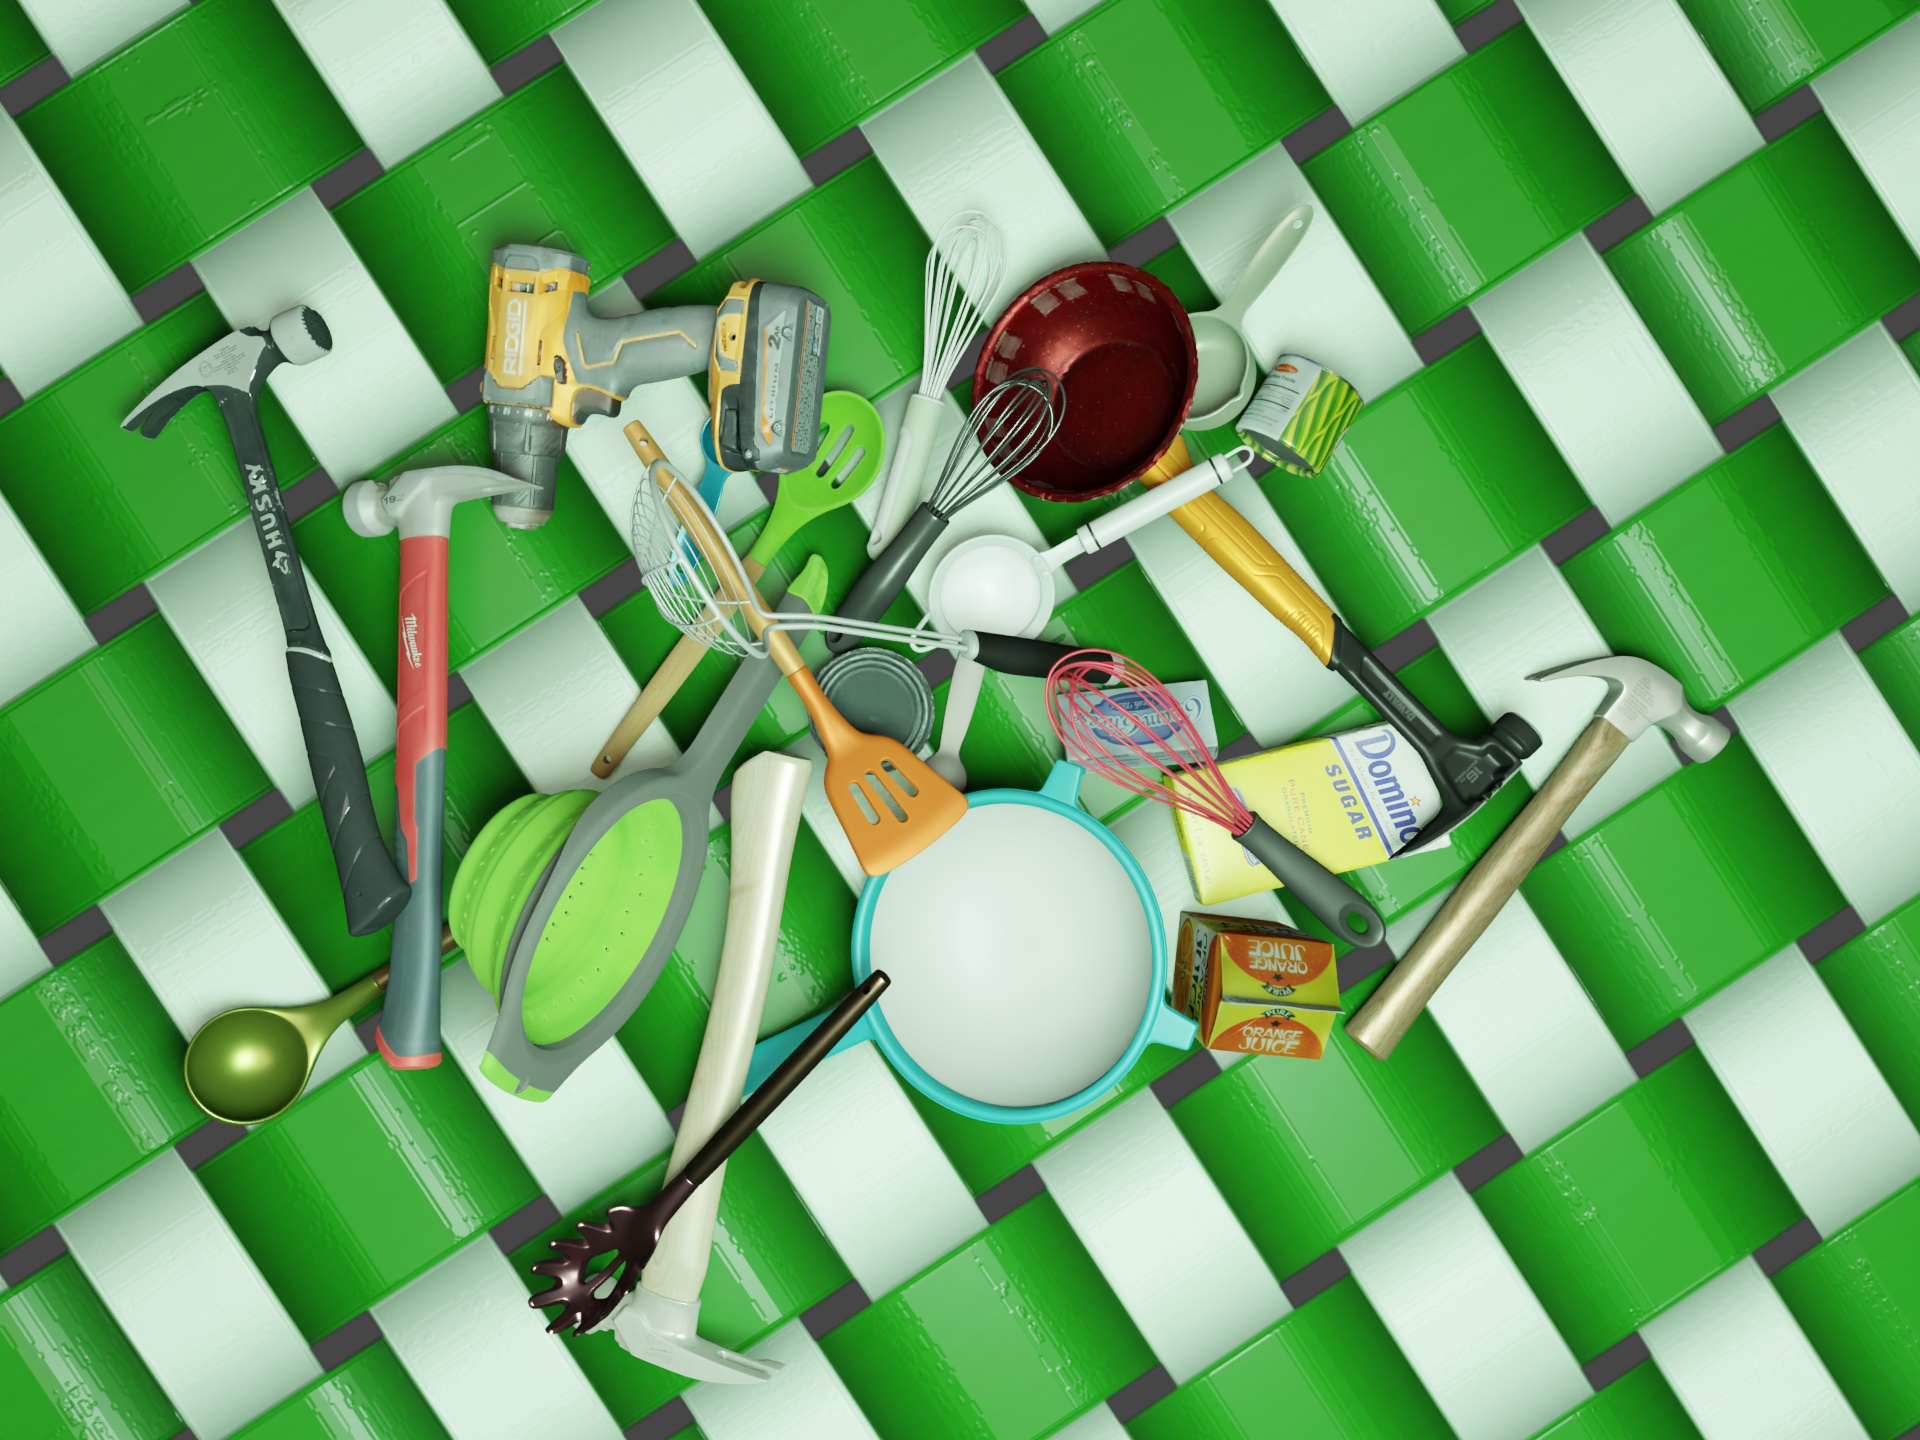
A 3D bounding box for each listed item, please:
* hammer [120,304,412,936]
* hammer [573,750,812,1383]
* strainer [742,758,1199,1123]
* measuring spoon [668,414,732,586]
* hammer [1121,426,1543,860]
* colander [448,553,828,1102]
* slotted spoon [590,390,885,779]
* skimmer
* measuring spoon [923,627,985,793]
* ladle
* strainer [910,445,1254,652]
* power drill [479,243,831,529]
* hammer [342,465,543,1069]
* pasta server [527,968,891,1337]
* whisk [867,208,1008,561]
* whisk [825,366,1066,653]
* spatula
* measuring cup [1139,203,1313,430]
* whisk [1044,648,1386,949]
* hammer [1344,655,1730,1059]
[{"bbox_3d":[-0.432,-0.059,1.028,0.149,0.036,0.409,-20,80,9],"label":"hammer"},{"bbox_3d":[-0.147,0.225,1.047,0.146,0.038,0.410,13,92,17],"label":"hammer"},{"bbox_3d":[-0.012,0.178,1.065,0.340,0.095,0.211,-27,78,19],"label":"strainer"},{"bbox_3d":[-0.171,-0.151,1.090,0.042,0.021,0.128,24,98,7],"label":"measuring spoon"},{"bbox_3d":[0.226,-0.064,1.063,0.127,0.034,0.337,-41,82,-9],"label":"hammer"},{"bbox_3d":[-0.215,0.044,1.031,0.094,0.204,0.397,24,71,16],"label":"colander"},{"bbox_3d":[-0.156,-0.089,1.083,0.070,0.031,0.314,36,91,-1],"label":"slotted spoon"},{"bbox_3d":[-0.034,-0.076,0.984,0.363,0.127,0.090,8,132,-30],"label":"skimmer"},{"bbox_3d":[-0.002,-0.003,1.091,0.034,0.018,0.124,14,89,-1],"label":"measuring spoon"},{"bbox_3d":[-0.369,0.162,1.063,0.320,0.062,0.078,-33,92,-4],"label":"ladle"},{"bbox_3d":[0.079,-0.117,1.063,0.258,0.050,0.086,-27,114,10],"label":"strainer"},{"bbox_3d":[-0.209,-0.209,1.043,0.226,0.084,0.185,9,97,12],"label":"power drill"},{"bbox_3d":[-0.337,0.029,1.029,0.143,0.038,0.386,-3,85,24],"label":"hammer"},{"bbox_3d":[-0.157,0.272,1.011,0.316,0.040,0.060,-47,67,8],"label":"pasta server"},{"bbox_3d":[-0.020,-0.224,1.078,0.059,0.058,0.246,14,94,-36],"label":"whisk"},{"bbox_3d":[-0.015,-0.133,1.046,0.055,0.055,0.239,40,109,-1],"label":"whisk"},{"bbox_3d":[-0.115,-0.052,1.002,0.081,0.041,0.322,-35,96,-12],"label":"spatula"},{"bbox_3d":[0.188,-0.270,1.071,0.083,0.038,0.167,38,96,25],"label":"measuring cup"},{"bbox_3d":[0.169,0.056,1.028,0.295,0.073,0.073,39,89,-13],"label":"whisk"},{"bbox_3d":[0.377,0.094,1.095,0.130,0.031,0.331,39,89,-2],"label":"hammer"}]
